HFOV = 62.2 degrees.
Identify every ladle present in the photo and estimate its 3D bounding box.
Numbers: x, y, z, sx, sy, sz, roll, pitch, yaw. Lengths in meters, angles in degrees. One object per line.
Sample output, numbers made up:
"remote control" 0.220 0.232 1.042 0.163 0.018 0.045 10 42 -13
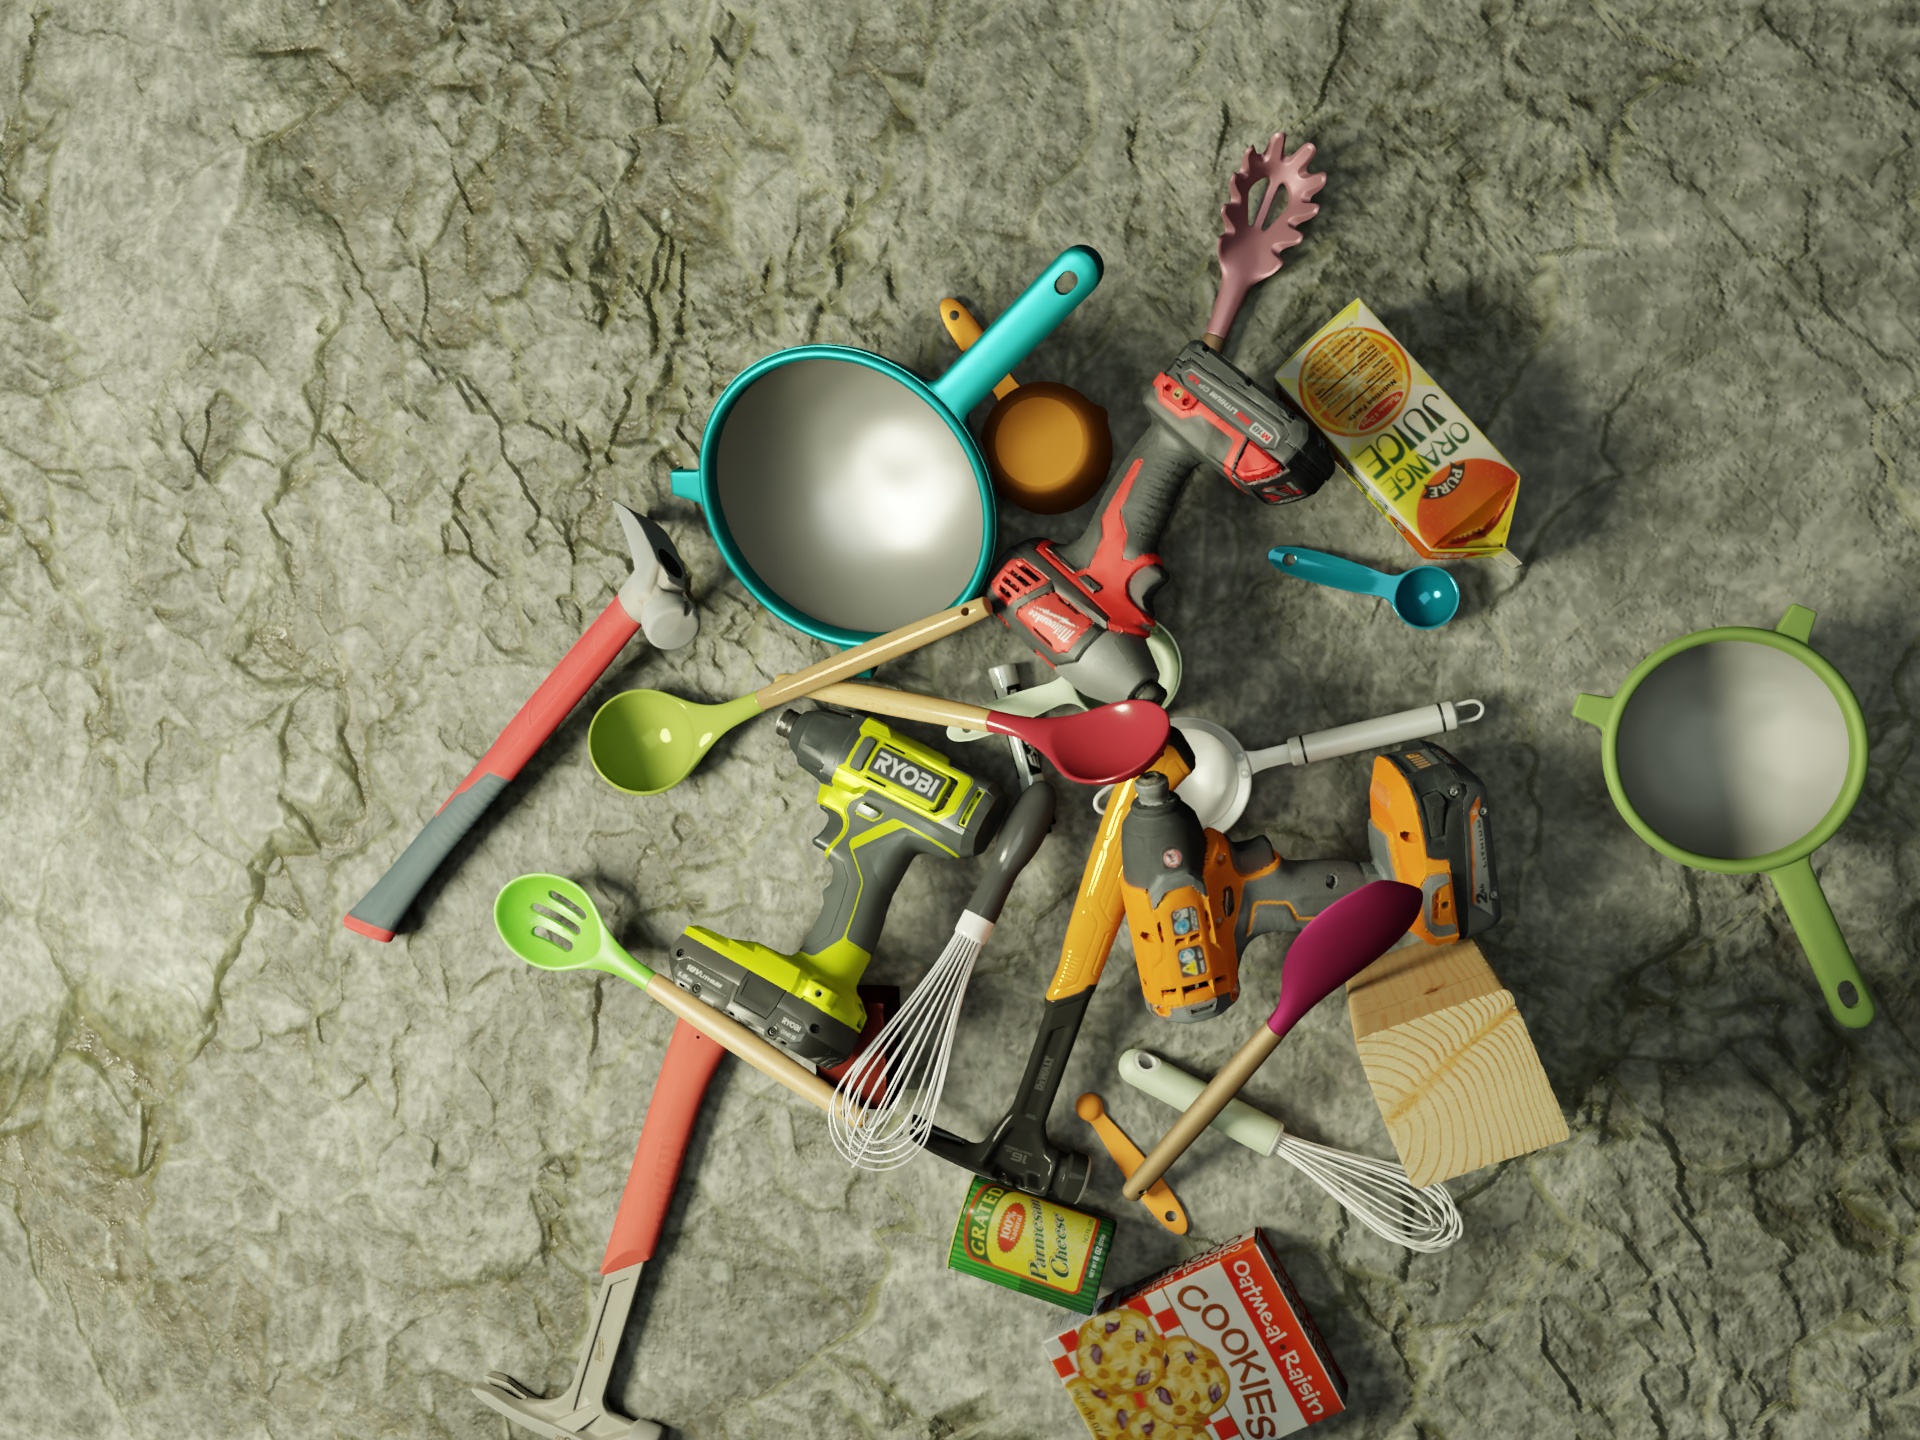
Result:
"ladle" -0.121 -0.023 1.081 0.320 0.062 0.078 -21 78 27
"ladle" -0.002 -0.003 1.043 0.315 0.031 0.069 11 53 34

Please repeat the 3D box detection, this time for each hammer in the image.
"hammer" -0.331 0.015 1.158 0.386 0.038 0.143 -46 45 17
"hammer" 0.073 0.157 1.058 0.127 0.034 0.337 19 103 0
"hammer" -0.243 0.361 1.167 0.149 0.036 0.359 18 96 11

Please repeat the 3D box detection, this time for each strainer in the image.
"strainer" 0.494 0.066 0.985 0.151 0.069 0.256 -24 88 9
"strainer" 0.215 0.023 1.051 0.258 0.050 0.087 -14 98 12
"strainer" -0.021 -0.194 1.033 0.211 0.095 0.340 46 124 -7

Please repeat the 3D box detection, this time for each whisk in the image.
"whisk" -0.005 0.167 1.059 0.070 0.070 0.285 26 80 10
"whisk" 0.218 0.285 1.065 0.246 0.058 0.059 26 133 14

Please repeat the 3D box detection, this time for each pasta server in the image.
"pasta server" 0.161 -0.231 1.061 0.060 0.040 0.316 21 97 -1

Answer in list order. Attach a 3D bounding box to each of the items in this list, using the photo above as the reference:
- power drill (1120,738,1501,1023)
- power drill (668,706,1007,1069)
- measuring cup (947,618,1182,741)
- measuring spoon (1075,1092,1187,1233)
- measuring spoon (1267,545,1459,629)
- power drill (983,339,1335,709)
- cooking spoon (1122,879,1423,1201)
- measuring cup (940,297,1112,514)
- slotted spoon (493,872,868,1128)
"power drill" 0.211 0.086 0.997 0.226 0.084 0.164 -15 111 -2
"power drill" -0.093 0.106 1.081 0.171 0.080 0.223 26 76 17
"measuring cup" 0.072 -0.018 1.083 0.167 0.038 0.083 -20 81 12
"measuring spoon" 0.119 0.308 1.101 0.021 0.011 0.117 -39 84 11
"measuring spoon" 0.267 -0.093 1.057 0.129 0.021 0.042 19 96 20
"power drill" 0.128 -0.116 1.014 0.143 0.078 0.219 45 103 24
"cooking spoon" 0.187 0.211 1.010 0.068 0.017 0.318 14 126 -26
"measuring cup" 0.033 -0.220 1.079 0.095 0.052 0.173 -35 87 11
"slotted spoon" -0.197 0.199 1.118 0.314 0.031 0.070 29 98 16
